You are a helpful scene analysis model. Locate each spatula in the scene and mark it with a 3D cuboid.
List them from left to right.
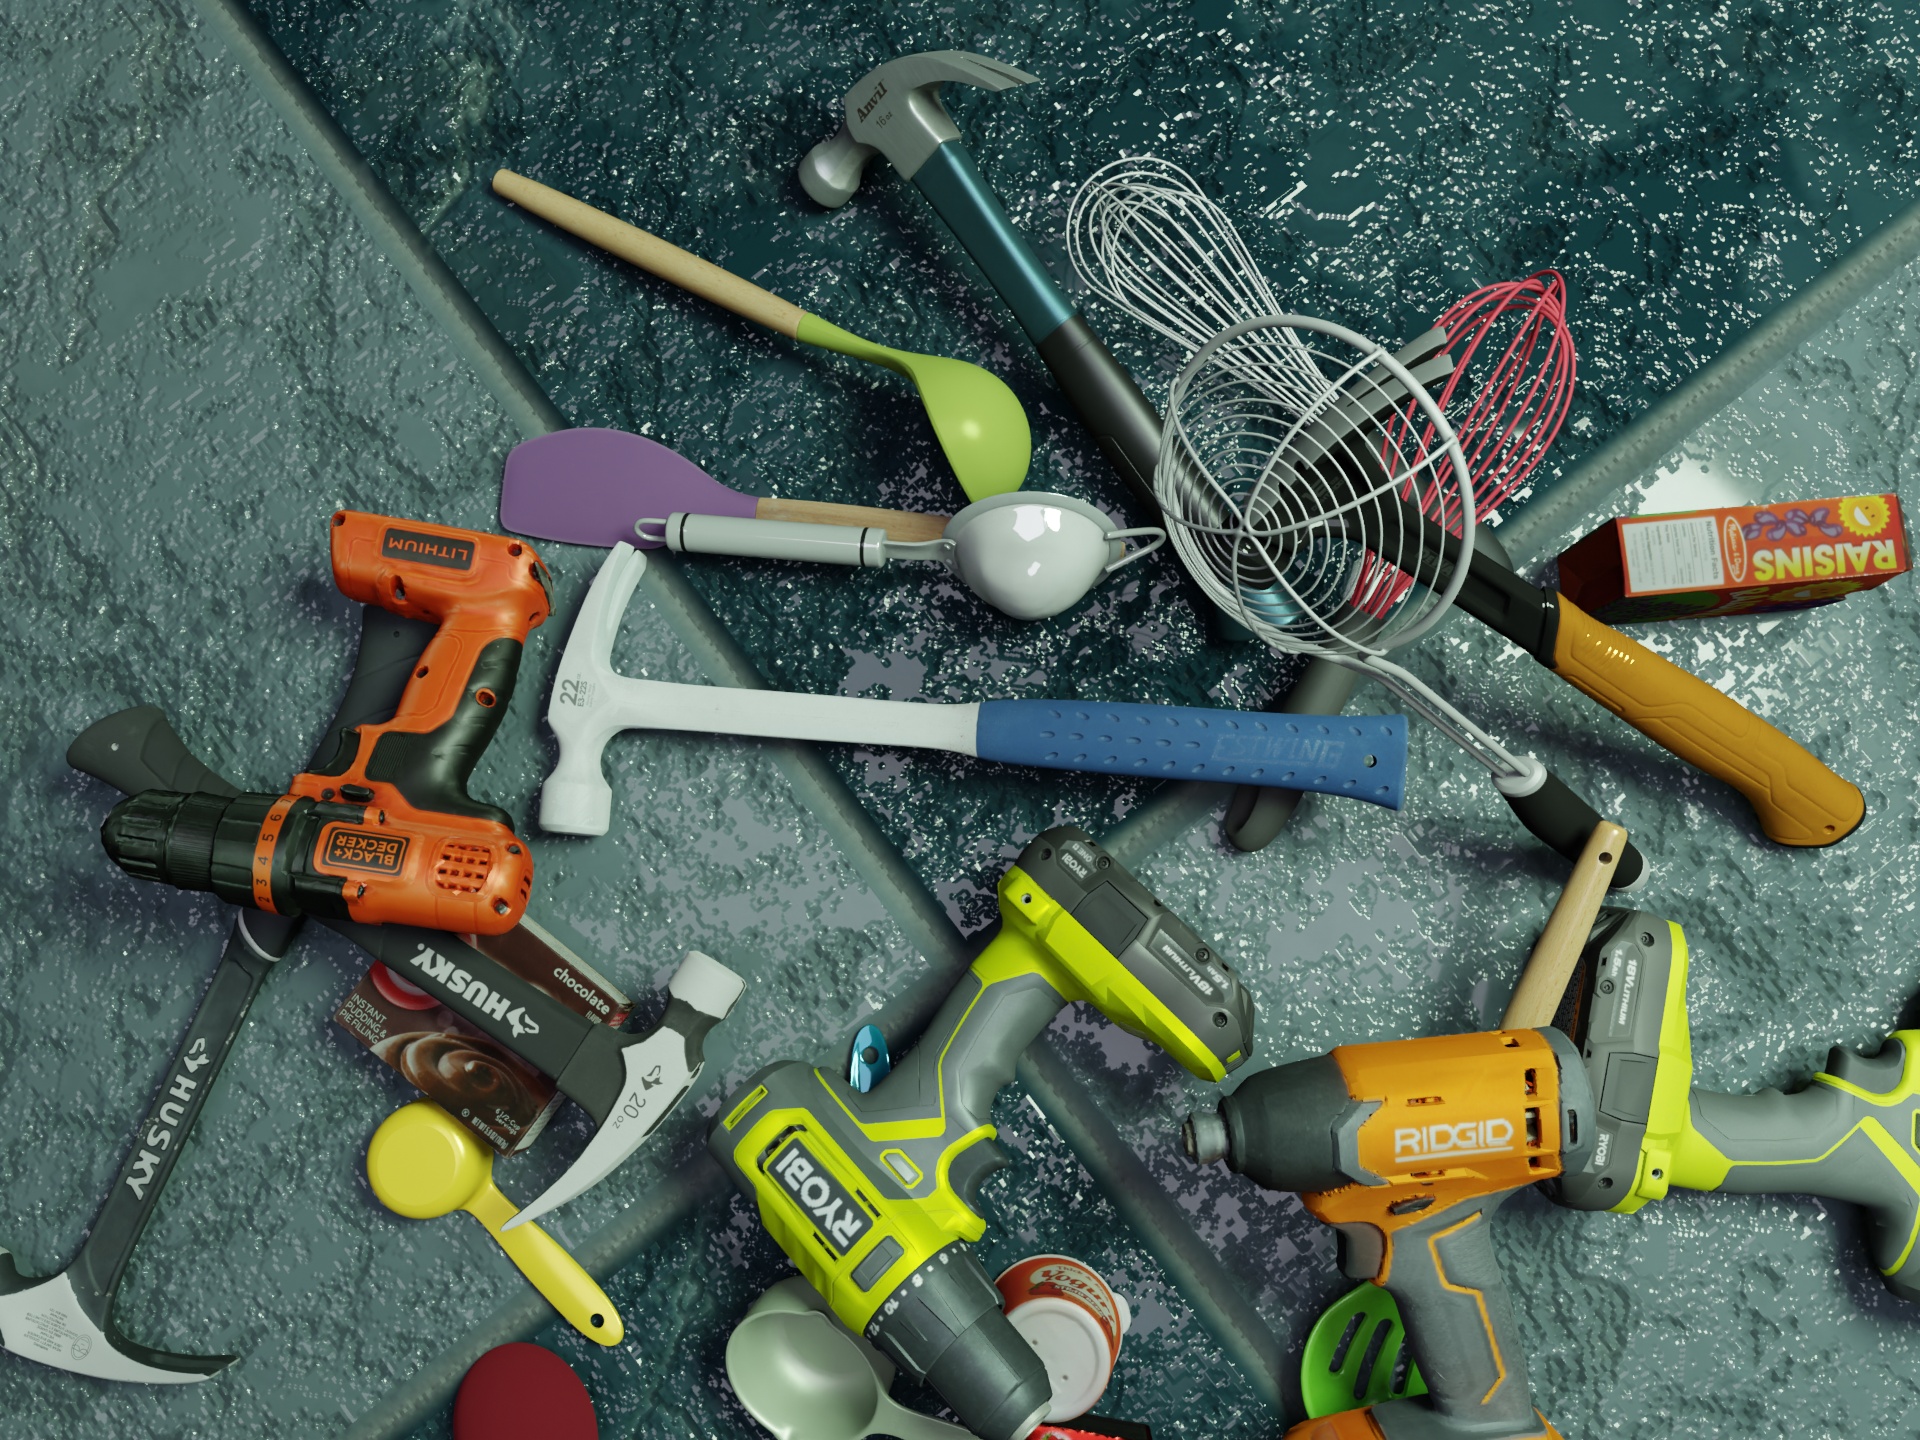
[{"bbox_3d":[-0.075,-0.103,0.793,0.316,0.018,0.060,8,90,4],"label":"spatula"}]

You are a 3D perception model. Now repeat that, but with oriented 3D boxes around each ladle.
[{"bbox_3d":[-0.143,0.436,0.743,0.069,0.031,0.315,-33,86,-1],"label":"ladle"},{"bbox_3d":[-0.106,-0.195,0.787,0.320,0.078,0.062,28,93,12],"label":"ladle"}]

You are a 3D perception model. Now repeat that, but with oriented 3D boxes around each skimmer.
[{"bbox_3d":[0.208,-0.027,0.649,0.127,0.363,0.090,3,69,47],"label":"skimmer"}]

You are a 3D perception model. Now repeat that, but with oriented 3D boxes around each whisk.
[{"bbox_3d":[0.162,-0.161,0.770,0.284,0.070,0.070,45,88,1],"label":"whisk"},{"bbox_3d":[0.195,-0.068,0.729,0.073,0.073,0.295,27,105,5],"label":"whisk"}]

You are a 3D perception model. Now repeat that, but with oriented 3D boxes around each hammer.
[{"bbox_3d":[-0.348,0.126,0.778,0.149,0.036,0.409,25,86,4],"label":"hammer"},{"bbox_3d":[-0.276,0.097,0.739,0.335,0.035,0.146,31,82,7],"label":"hammer"},{"bbox_3d":[-0.001,-0.002,0.744,0.405,0.035,0.144,4,84,12],"label":"hammer"},{"bbox_3d":[0.054,-0.175,0.765,0.331,0.128,0.033,54,45,0],"label":"hammer"},{"bbox_3d":[0.277,-0.034,0.689,0.336,0.034,0.127,29,129,-19],"label":"hammer"}]

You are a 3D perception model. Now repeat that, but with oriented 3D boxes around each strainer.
[{"bbox_3d":[-0.034,-0.080,0.761,0.258,0.086,0.050,6,59,9],"label":"strainer"}]

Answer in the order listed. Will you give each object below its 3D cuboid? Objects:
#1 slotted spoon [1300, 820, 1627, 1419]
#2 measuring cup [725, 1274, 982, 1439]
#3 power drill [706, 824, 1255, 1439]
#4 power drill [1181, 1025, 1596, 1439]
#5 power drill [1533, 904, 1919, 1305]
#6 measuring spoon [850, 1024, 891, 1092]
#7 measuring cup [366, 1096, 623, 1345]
[{"bbox_3d":[0.230,0.190,0.711,0.070,0.031,0.313,20,101,2],"label":"slotted spoon"},{"bbox_3d":[-0.024,0.307,0.727,0.167,0.038,0.083,18,113,10],"label":"measuring cup"},{"bbox_3d":[0.023,0.179,0.709,0.228,0.080,0.191,-45,67,-5],"label":"power drill"},{"bbox_3d":[0.180,0.245,0.667,0.164,0.084,0.226,-4,97,-2],"label":"power drill"},{"bbox_3d":[0.377,0.162,0.718,0.223,0.080,0.171,12,86,0],"label":"power drill"},{"bbox_3d":[-0.040,0.212,0.766,0.042,0.021,0.129,-5,75,7],"label":"measuring spoon"},{"bbox_3d":[-0.221,0.244,0.762,0.156,0.029,0.062,42,88,7],"label":"measuring cup"}]
